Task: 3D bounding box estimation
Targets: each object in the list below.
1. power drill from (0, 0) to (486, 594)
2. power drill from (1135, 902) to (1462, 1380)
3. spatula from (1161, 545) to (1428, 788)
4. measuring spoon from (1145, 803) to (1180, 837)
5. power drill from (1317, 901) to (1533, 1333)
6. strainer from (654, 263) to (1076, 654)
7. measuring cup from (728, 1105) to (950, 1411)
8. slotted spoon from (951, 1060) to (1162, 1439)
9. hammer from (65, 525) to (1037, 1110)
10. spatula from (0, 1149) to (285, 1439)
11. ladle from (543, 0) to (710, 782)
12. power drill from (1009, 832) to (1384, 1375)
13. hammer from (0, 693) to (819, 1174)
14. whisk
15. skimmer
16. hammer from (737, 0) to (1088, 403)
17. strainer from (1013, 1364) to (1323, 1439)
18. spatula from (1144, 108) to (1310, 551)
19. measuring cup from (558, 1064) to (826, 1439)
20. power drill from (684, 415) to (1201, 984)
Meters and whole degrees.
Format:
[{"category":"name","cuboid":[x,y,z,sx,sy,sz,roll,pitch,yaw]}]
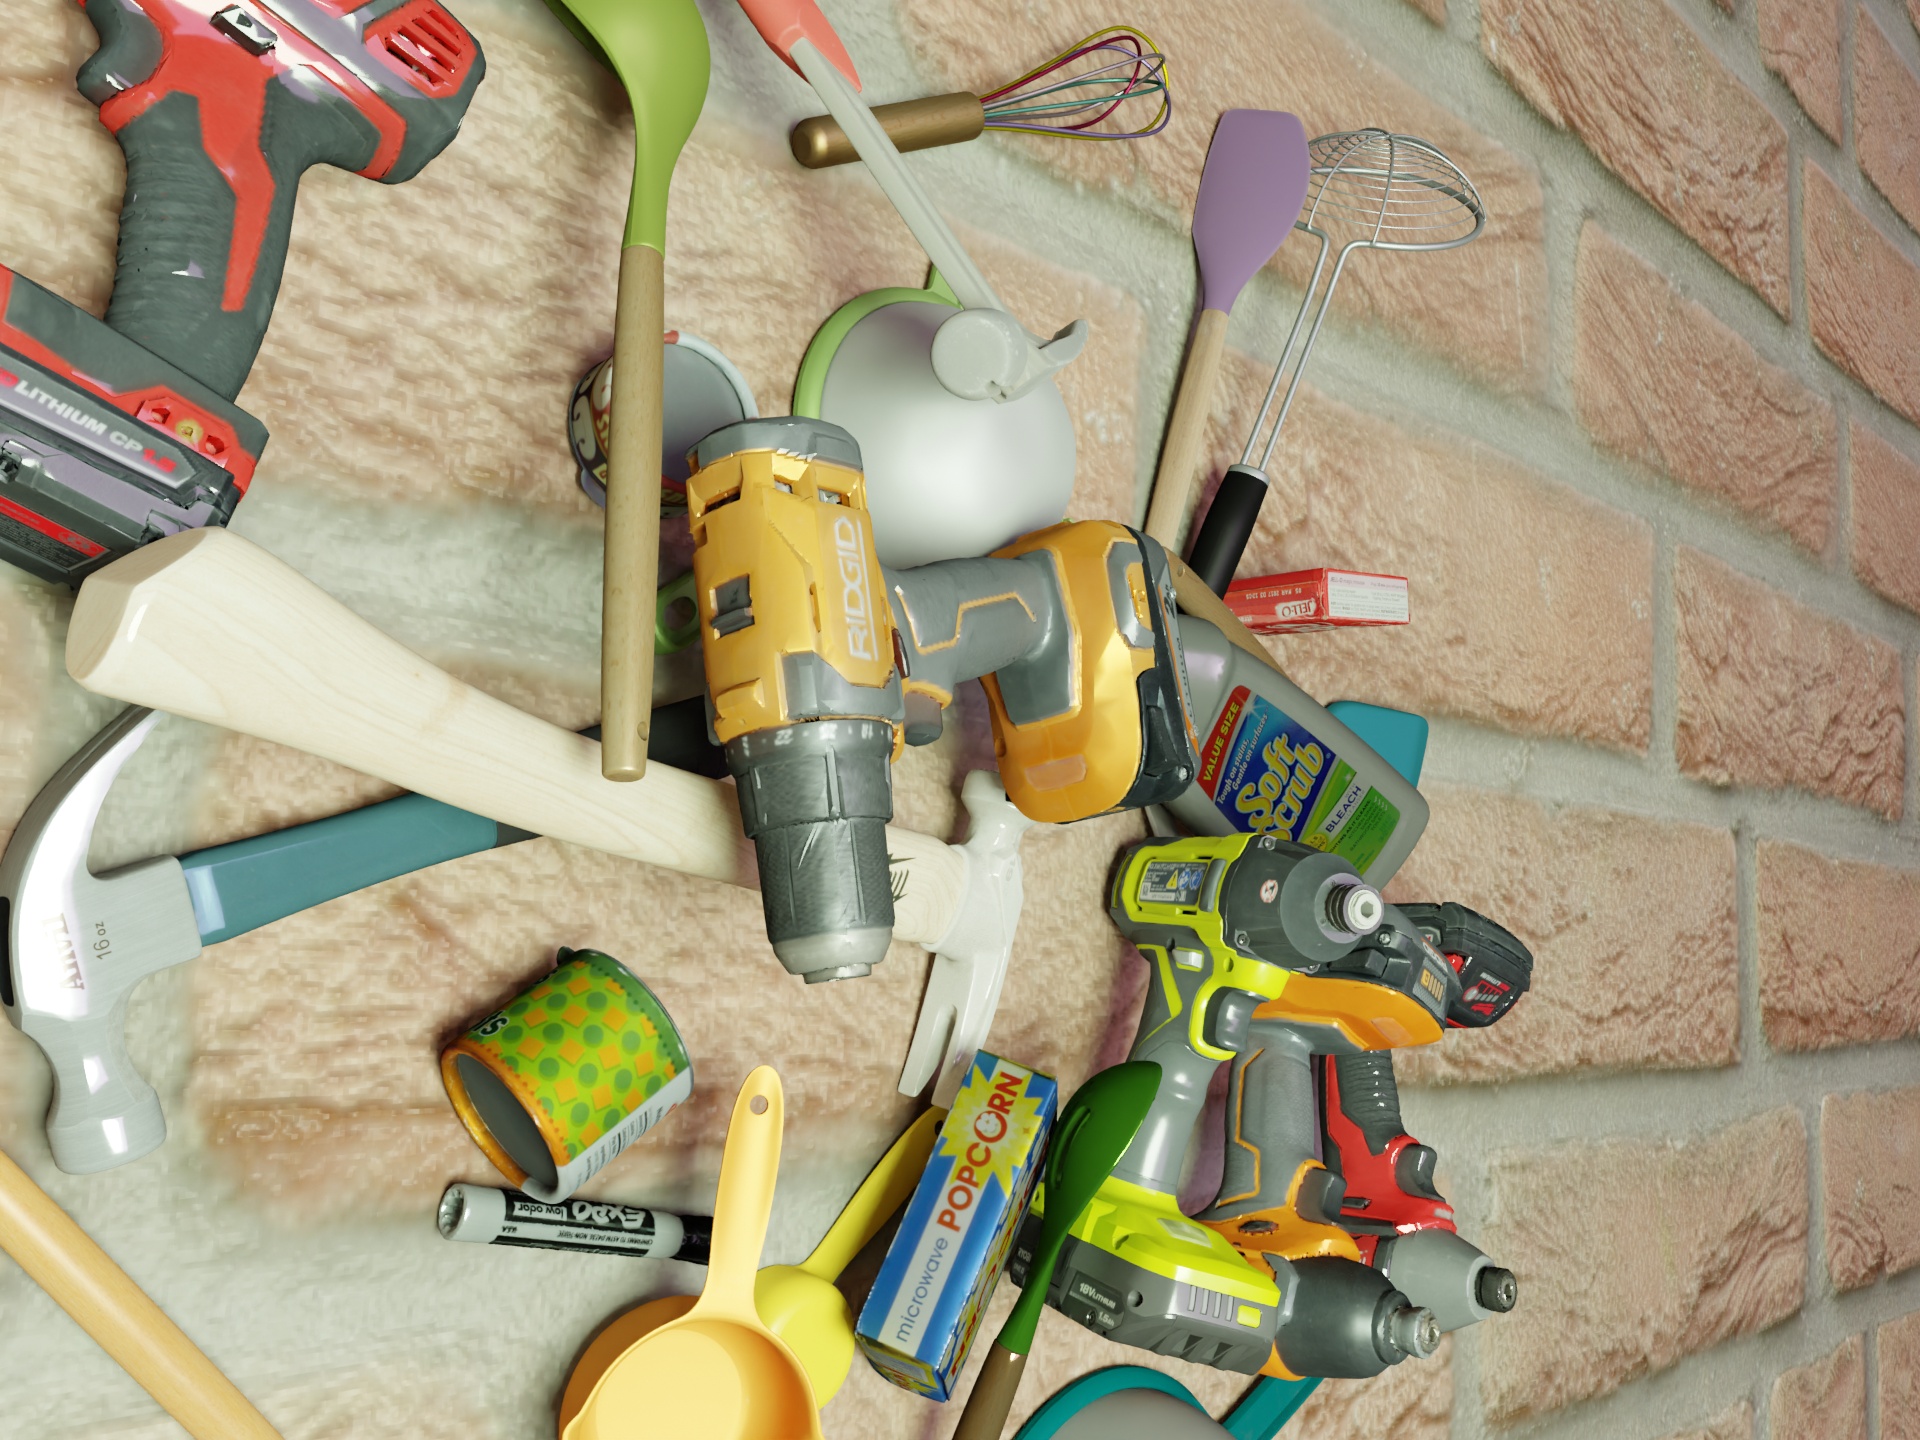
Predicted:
[{"category":"power drill","cuboid":[-0.253,-0.170,0.450,0.187,0.080,0.227,34,62,-38]},{"category":"power drill","cuboid":[0.174,0.205,0.779,0.084,0.164,0.227,41,58,-34]},{"category":"spatula","cuboid":[0.181,-0.020,0.862,0.317,0.044,0.082,35,70,-51]},{"category":"measuring spoon","cuboid":[0.102,0.060,0.826,0.034,0.018,0.124,-20,94,-49]},{"category":"power drill","cuboid":[0.238,0.214,0.856,0.078,0.143,0.220,29,65,-36]},{"category":"strainer","cuboid":[-0.028,-0.096,0.667,0.256,0.069,0.151,-40,114,-40]},{"category":"measuring cup","cuboid":[-0.039,0.218,0.659,0.156,0.029,0.062,-47,118,-33]},{"category":"slotted spoon","cuboid":[0.012,0.284,0.658,0.031,0.070,0.314,22,87,-3]},{"category":"hammer","cuboid":[-0.102,0.043,0.553,0.410,0.038,0.146,26,76,-51]},{"category":"spatula","cuboid":[-0.213,0.221,0.482,0.081,0.041,0.322,-47,117,-35]},{"category":"ladle","cuboid":[-0.119,-0.131,0.539,0.078,0.062,0.320,39,45,-62]},{"category":"power drill","cuboid":[0.107,0.160,0.709,0.080,0.171,0.223,21,78,-21]},{"category":"hammer","cuboid":[-0.156,0.029,0.558,0.331,0.033,0.128,-20,102,-44]},{"category":"whisk","cuboid":[0.018,-0.291,0.748,0.245,0.051,0.047,-27,140,-37]},{"category":"skimmer","cuboid":[0.185,-0.178,0.887,0.363,0.127,0.090,-67,161,-10]},{"category":"hammer","cuboid":[-0.071,-0.277,0.599,0.359,0.036,0.149,55,21,-6]},{"category":"strainer","cuboid":[0.138,0.396,0.776,0.340,0.095,0.211,-27,106,-41]},{"category":"spatula","cuboid":[0.134,-0.195,0.856,0.018,0.060,0.316,54,50,-68]},{"category":"measuring cup","cuboid":[-0.093,0.212,0.579,0.095,0.052,0.174,14,77,-21]},{"category":"power drill","cuboid":[-0.001,-0.002,0.588,0.226,0.084,0.185,6,73,-50]}]
